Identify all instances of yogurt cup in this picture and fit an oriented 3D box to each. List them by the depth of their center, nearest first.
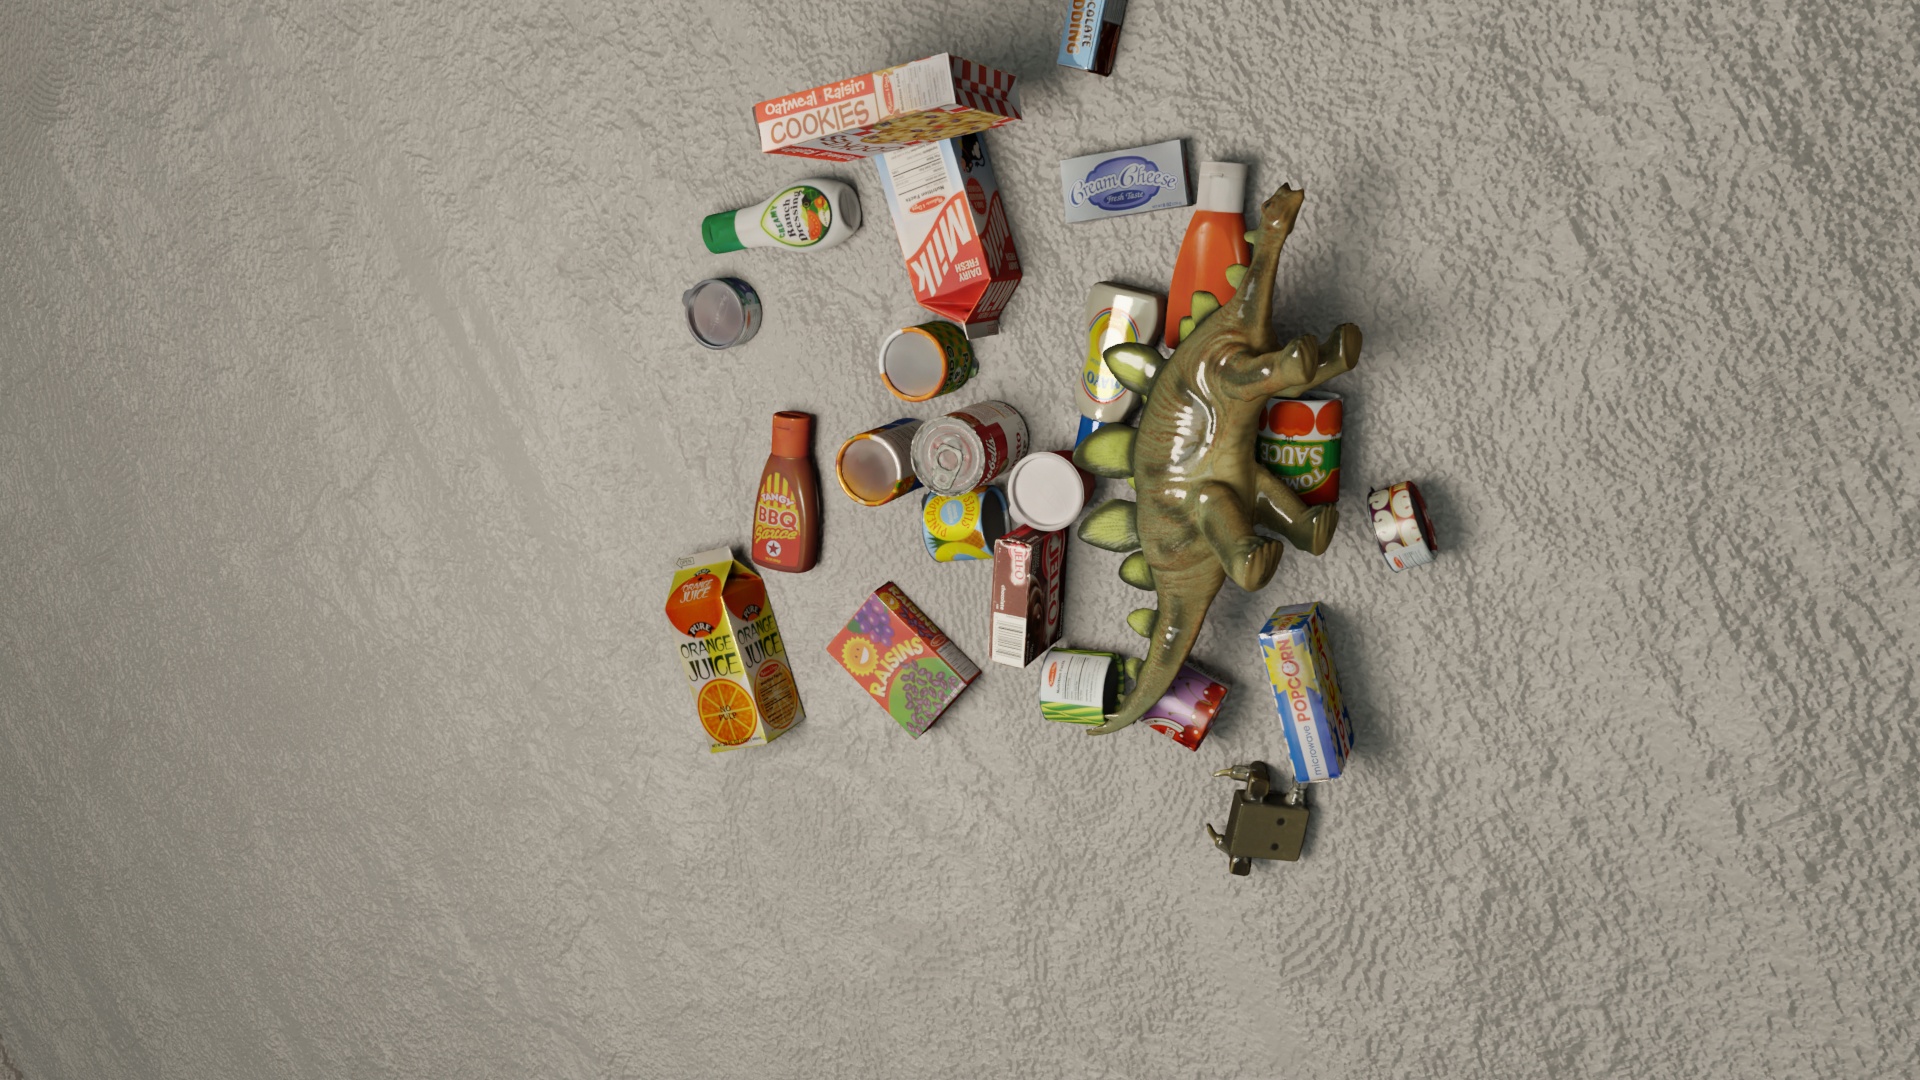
[{"bbox_3d":[0.081,-0.046,1.190,0.072,0.054,0.072,6,105,23],"label":"yogurt cup"}]

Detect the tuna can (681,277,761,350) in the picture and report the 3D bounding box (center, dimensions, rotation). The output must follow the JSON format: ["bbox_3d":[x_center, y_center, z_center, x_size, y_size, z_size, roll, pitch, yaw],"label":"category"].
[{"bbox_3d":[-0.224,-0.214,1.304,0.071,0.033,0.071,6,105,23],"label":"tuna can"}]

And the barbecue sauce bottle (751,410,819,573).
[{"bbox_3d":[-0.163,-0.047,1.311,0.065,0.044,0.148,13,107,23],"label":"barbecue sauce bottle"}]

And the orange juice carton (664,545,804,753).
[{"bbox_3d":[-0.226,0.103,1.360,0.071,0.073,0.192,-14,96,27],"label":"orange juice carton"}]

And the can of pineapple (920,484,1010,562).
[{"bbox_3d":[0.004,-0.015,1.226,0.058,0.071,0.071,-5,101,25],"label":"can of pineapple"}]

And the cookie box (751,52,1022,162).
[{"bbox_3d":[-0.055,-0.329,1.064,0.167,0.123,0.040,-5,98,26],"label":"cookie box"}]

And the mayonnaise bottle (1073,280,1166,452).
[{"bbox_3d":[0.126,-0.137,1.154,0.065,0.041,0.147,17,109,21],"label":"mayonnaise bottle"}]

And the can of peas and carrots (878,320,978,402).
[{"bbox_3d":[-0.028,-0.155,1.212,0.071,0.059,0.070,7,106,24],"label":"can of peas and carrots"}]

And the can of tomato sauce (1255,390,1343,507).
[{"bbox_3d":[0.264,-0.073,1.089,0.071,0.071,0.083,5,105,24],"label":"can of tomato sauce"}]

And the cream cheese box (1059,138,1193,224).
[{"bbox_3d":[0.134,-0.290,1.123,0.104,0.024,0.053,-4,100,25],"label":"cream cheese box"}]

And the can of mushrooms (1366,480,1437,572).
[{"bbox_3d":[0.341,-0.013,1.072,0.033,0.071,0.071,-20,94,28],"label":"can of mushrooms"}]

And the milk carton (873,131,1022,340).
[{"bbox_3d":[-0.007,-0.263,1.168,0.073,0.072,0.190,-14,95,27],"label":"milk carton"}]

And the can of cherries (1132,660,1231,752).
[{"bbox_3d":[0.188,0.139,1.179,0.058,0.072,0.071,29,113,15],"label":"can of cherries"}]

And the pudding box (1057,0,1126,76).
[{"bbox_3d":[0.106,-0.411,1.091,0.030,0.050,0.083,19,110,21],"label":"pudding box"}]

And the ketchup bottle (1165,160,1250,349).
[{"bbox_3d":[0.200,-0.223,1.097,0.065,0.044,0.148,12,107,26],"label":"ketchup bottle"}]

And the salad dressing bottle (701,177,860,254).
[{"bbox_3d":[-0.163,-0.287,1.251,0.147,0.044,0.064,-4,102,26],"label":"salad dressing bottle"}]

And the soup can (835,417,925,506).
[{"bbox_3d":[-0.065,-0.069,1.237,0.071,0.084,0.071,7,106,24],"label":"soup can"}]

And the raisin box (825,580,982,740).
[{"bbox_3d":[-0.054,0.112,1.302,0.123,0.040,0.085,44,117,8],"label":"raisin box"}]

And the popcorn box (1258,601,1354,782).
[{"bbox_3d":[0.281,0.121,1.121,0.038,0.085,0.126,-13,97,26],"label":"popcorn box"}]

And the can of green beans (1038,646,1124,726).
[{"bbox_3d":[0.107,0.128,1.215,0.058,0.071,0.071,4,104,23],"label":"can of green beans"}]
